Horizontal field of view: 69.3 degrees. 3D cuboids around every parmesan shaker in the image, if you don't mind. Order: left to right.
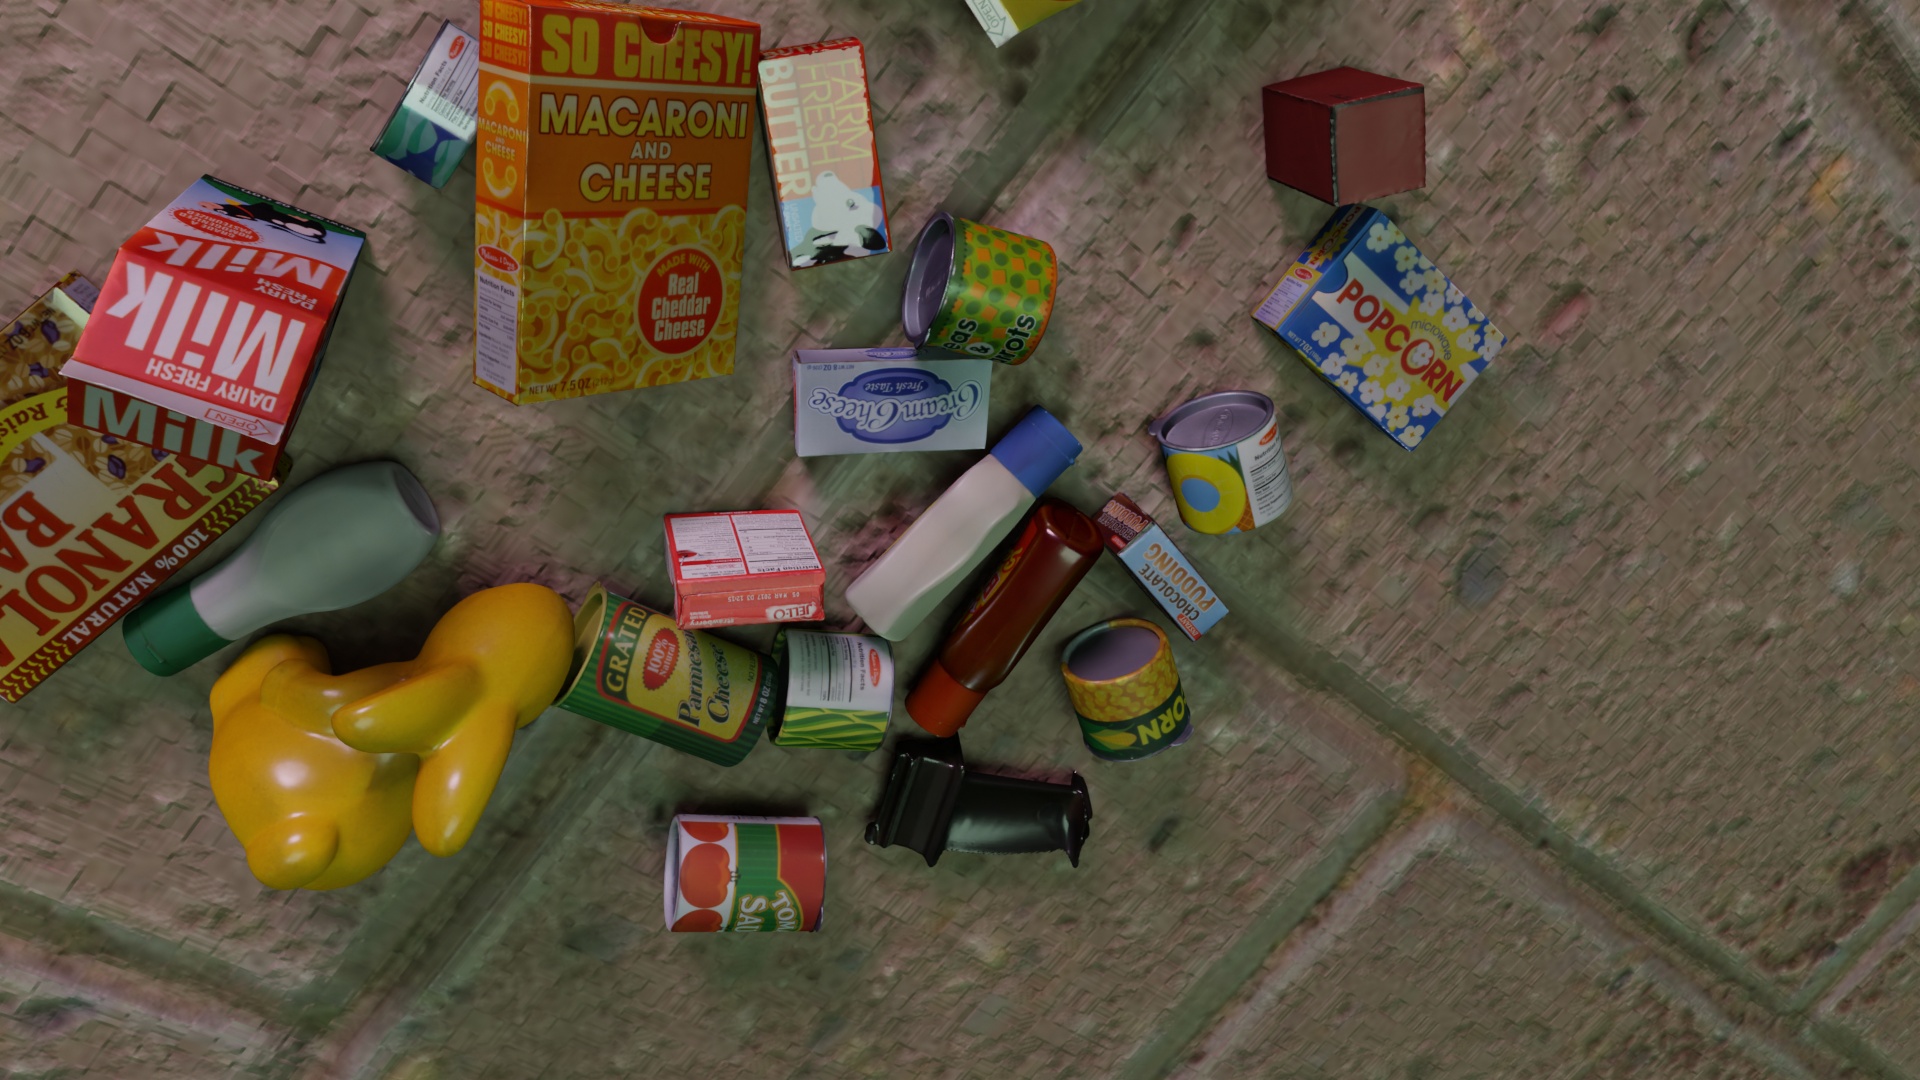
[{"bbox_3d":[-0.156,0.071,0.740,0.103,0.071,0.071,25,104,-25],"label":"parmesan shaker"}]

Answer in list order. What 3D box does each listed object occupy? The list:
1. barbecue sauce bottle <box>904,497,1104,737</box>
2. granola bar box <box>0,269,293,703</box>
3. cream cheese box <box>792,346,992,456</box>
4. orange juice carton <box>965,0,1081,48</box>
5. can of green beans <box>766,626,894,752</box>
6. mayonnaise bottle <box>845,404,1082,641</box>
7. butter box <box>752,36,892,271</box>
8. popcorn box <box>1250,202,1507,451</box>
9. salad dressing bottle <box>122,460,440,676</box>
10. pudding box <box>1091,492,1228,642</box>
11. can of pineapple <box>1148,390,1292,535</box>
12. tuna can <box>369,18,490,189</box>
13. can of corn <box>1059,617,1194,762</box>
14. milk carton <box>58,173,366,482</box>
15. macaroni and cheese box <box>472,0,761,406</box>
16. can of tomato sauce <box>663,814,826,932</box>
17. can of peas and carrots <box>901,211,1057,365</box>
[{"bbox_3d":[0.022,0.047,0.786,0.043,0.065,0.148,35,110,-2],"label":"barbecue sauce bottle"},{"bbox_3d":[-0.416,-0.022,0.633,0.165,0.039,0.124,-38,118,2],"label":"granola bar box"},{"bbox_3d":[-0.036,-0.074,0.734,0.104,0.024,0.053,-4,116,-15],"label":"cream cheese box"},{"bbox_3d":[0.072,-0.314,0.631,0.192,0.073,0.071,-39,118,3],"label":"orange juice carton"},{"bbox_3d":[-0.073,0.083,0.768,0.058,0.071,0.071,6,112,-18],"label":"can of green beans"},{"bbox_3d":[0.003,-0.009,0.755,0.041,0.065,0.148,45,92,8],"label":"mayonnaise bottle"},{"bbox_3d":[-0.067,-0.187,0.674,0.053,0.024,0.103,-12,116,-11],"label":"butter box"},{"bbox_3d":[0.239,-0.120,0.788,0.126,0.038,0.085,34,101,-27],"label":"popcorn box"},{"bbox_3d":[-0.329,0.015,0.674,0.148,0.044,0.064,-29,118,-2],"label":"salad dressing bottle"},{"bbox_3d":[0.114,0.015,0.804,0.030,0.050,0.083,-42,119,2],"label":"pudding box"},{"bbox_3d":[0.147,-0.044,0.781,0.071,0.071,0.057,-23,118,-6],"label":"can of pineapple"},{"bbox_3d":[-0.226,-0.188,0.604,0.033,0.071,0.071,30,102,-27],"label":"tuna can"},{"bbox_3d":[0.099,0.088,0.821,0.071,0.071,0.058,-23,117,-6],"label":"can of corn"},{"bbox_3d":[-0.294,-0.084,0.556,0.072,0.191,0.073,20,107,-23],"label":"milk carton"},{"bbox_3d":[-0.152,-0.151,0.622,0.124,0.040,0.165,-18,124,-48],"label":"macaroni and cheese box"},{"bbox_3d":[-0.125,0.194,0.800,0.083,0.071,0.071,5,112,-18],"label":"can of tomato sauce"},{"bbox_3d":[0.009,-0.123,0.699,0.059,0.071,0.070,11,110,-21],"label":"can of peas and carrots"}]
